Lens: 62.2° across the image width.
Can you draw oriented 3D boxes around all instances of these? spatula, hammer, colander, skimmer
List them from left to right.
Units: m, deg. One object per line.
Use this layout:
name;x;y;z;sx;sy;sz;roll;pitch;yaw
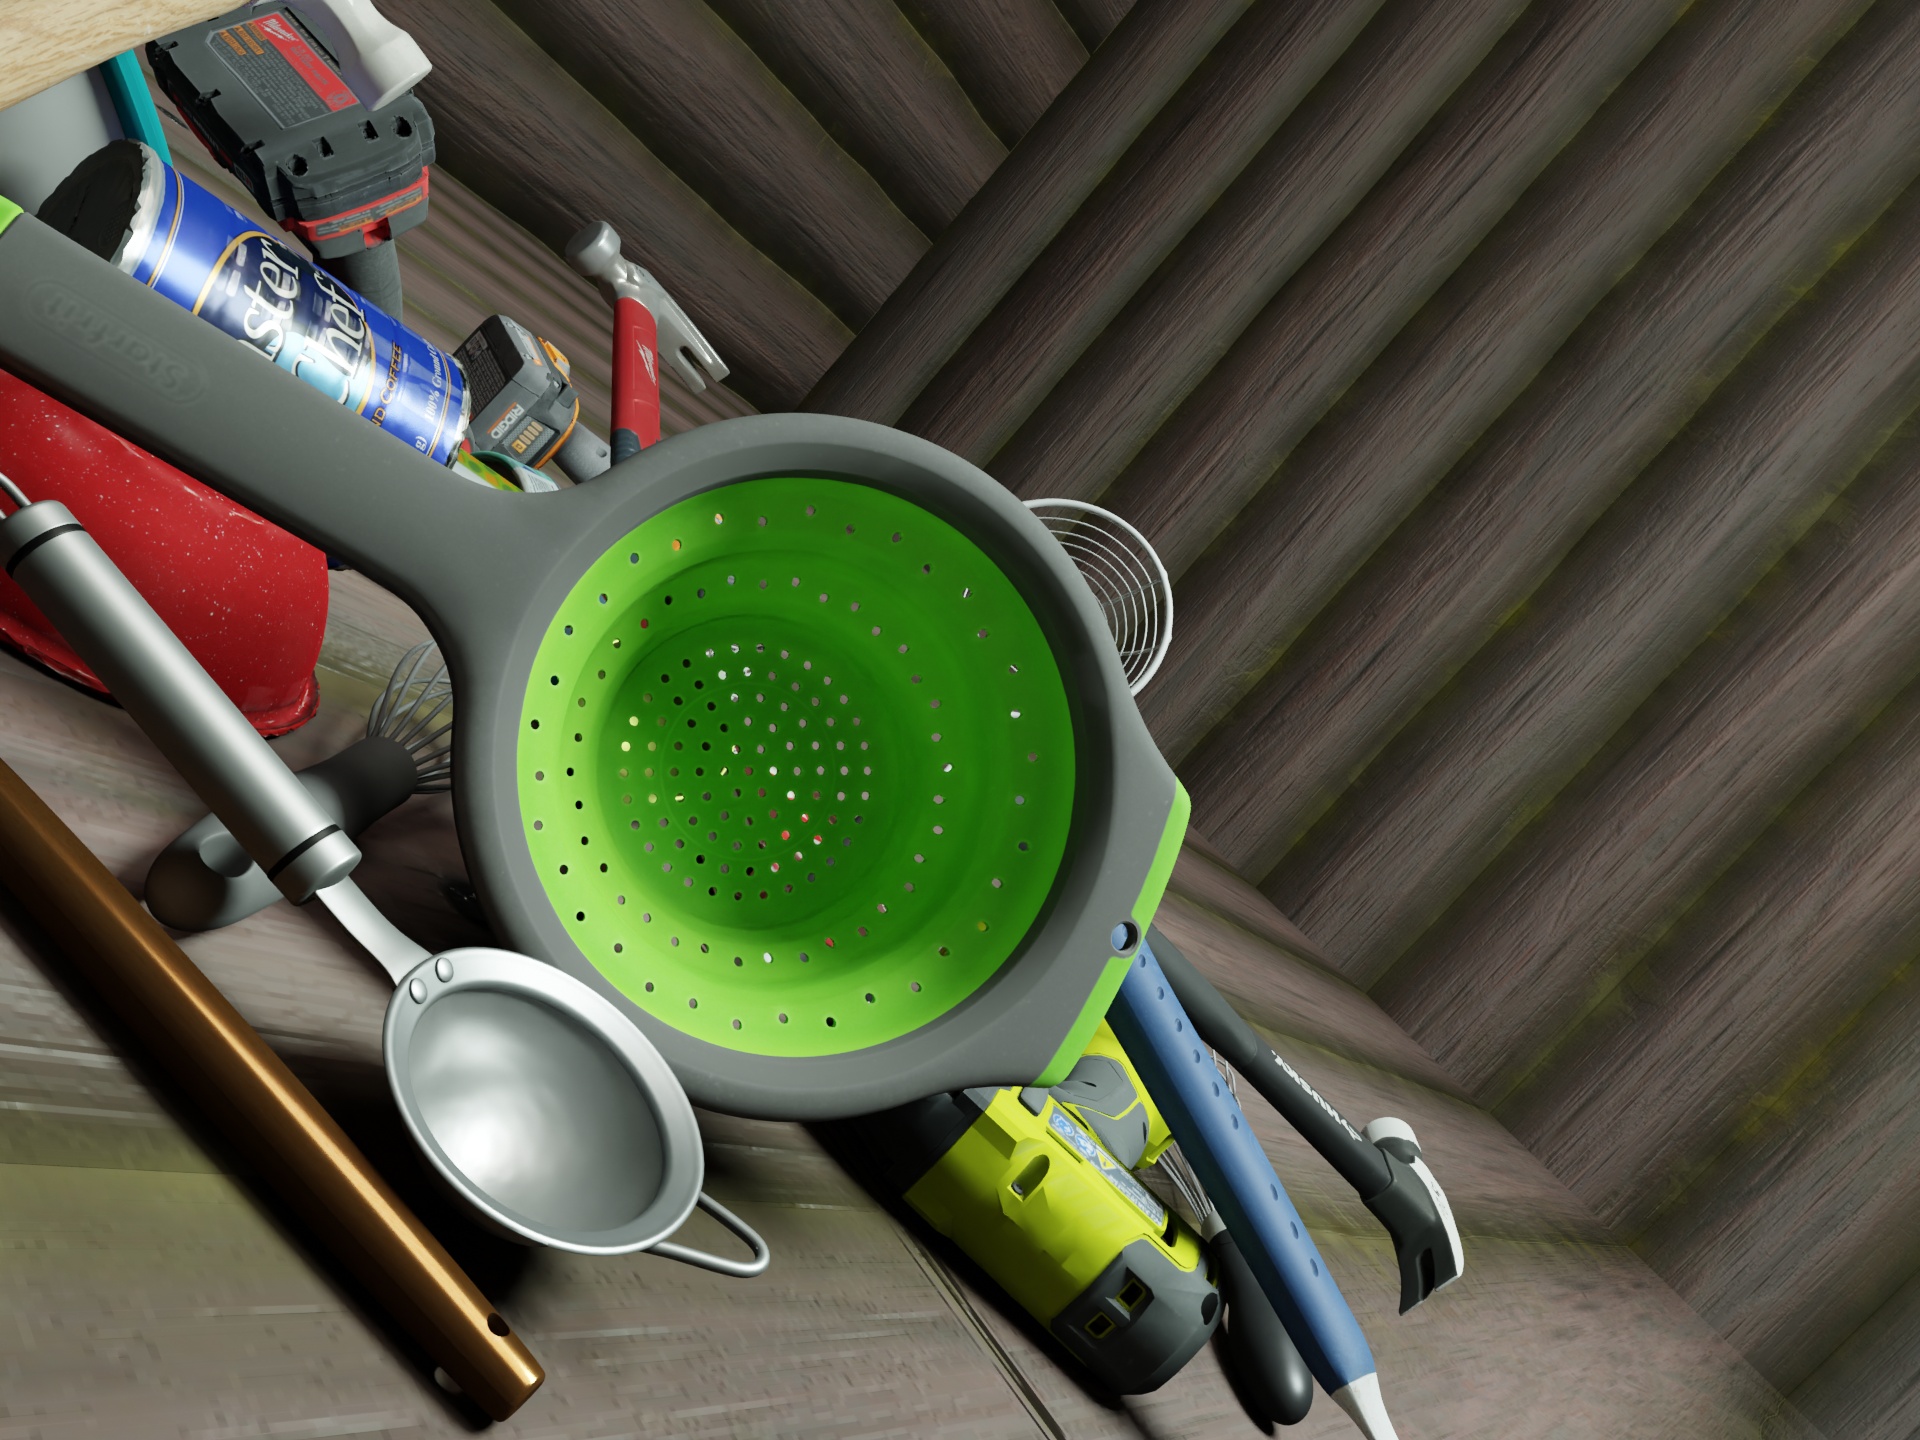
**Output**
hammer;-0.296;-0.203;0.480;0.130;0.031;0.331;56;37;-23
spatula;-0.197;0.020;0.344;0.323;0.041;0.081;44;6;10
colander;-0.121;-0.026;0.474;0.396;0.204;0.094;32;-14;-17
hammer;-0.191;-0.162;0.984;0.143;0.038;0.387;48;21;-40
skimmer;-0.001;-0.002;0.732;0.127;0.090;0.363;29;33;9
hammer;0.130;0.155;0.790;0.334;0.035;0.146;44;15;-12
hammer;0.135;0.229;0.523;0.144;0.035;0.406;32;25;-59

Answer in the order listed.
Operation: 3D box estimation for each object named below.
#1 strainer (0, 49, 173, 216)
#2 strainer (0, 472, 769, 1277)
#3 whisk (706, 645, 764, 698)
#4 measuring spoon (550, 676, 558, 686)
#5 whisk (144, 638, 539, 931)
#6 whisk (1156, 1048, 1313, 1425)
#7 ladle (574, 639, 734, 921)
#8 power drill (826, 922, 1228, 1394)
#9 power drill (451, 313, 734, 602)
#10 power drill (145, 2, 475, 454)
strainer;-0.398;-0.303;0.563;0.211;0.095;0.340;37;-33;32
strainer;-0.144;0.041;0.368;0.258;0.050;0.087;50;17;-2
whisk;-0.143;-0.022;0.897;0.058;0.059;0.246;5;13;1
measuring spoon;-0.204;-0.032;0.746;0.042;0.021;0.129;57;-10;-26
whisk;-0.177;0.013;0.479;0.055;0.055;0.239;40;11;-7
whisk;0.118;0.224;0.754;0.070;0.070;0.285;39;12;-15
ladle;-0.121;0.041;0.570;0.078;0.062;0.320;41;9;-17
power drill;0.028;0.148;0.640;0.171;0.080;0.223;43;10;3
power drill;-0.234;-0.155;1.064;0.226;0.084;0.164;40;8;-41
power drill;-0.299;-0.217;0.753;0.143;0.078;0.219;47;-27;20
